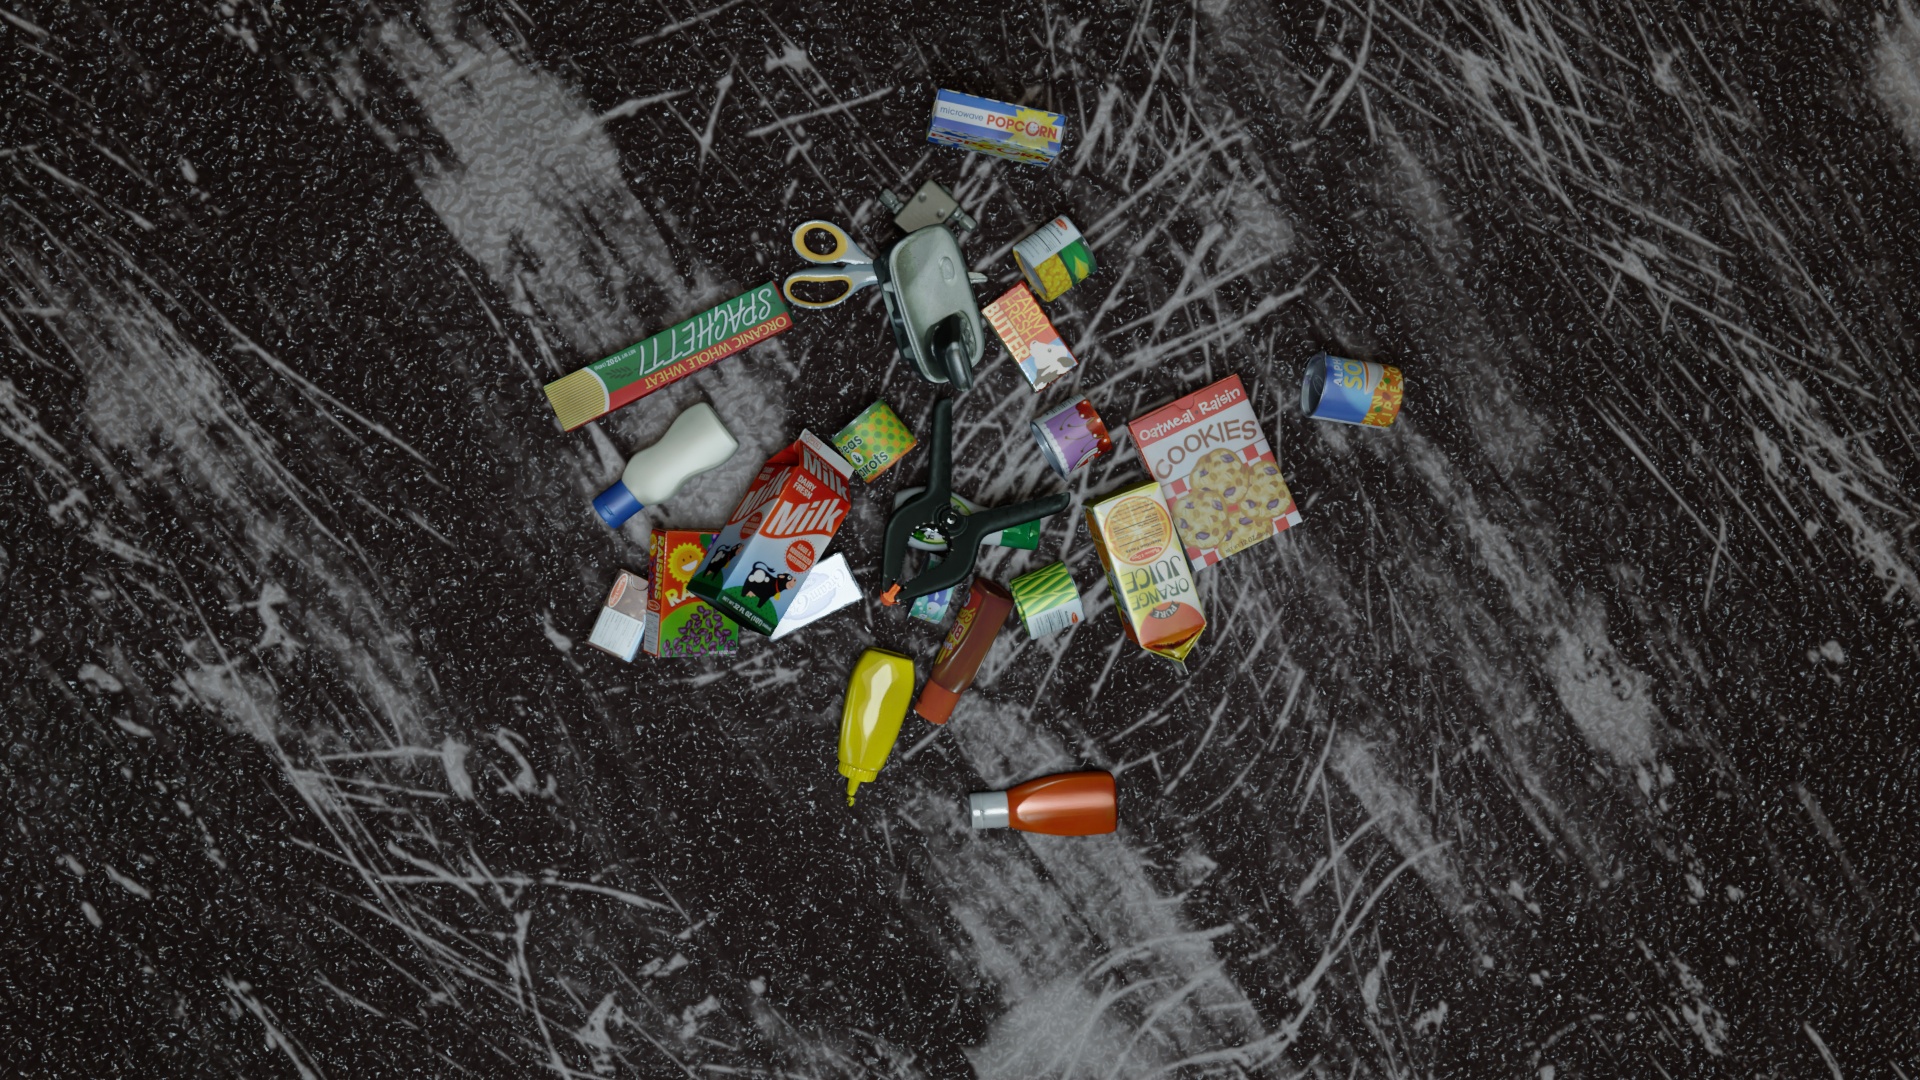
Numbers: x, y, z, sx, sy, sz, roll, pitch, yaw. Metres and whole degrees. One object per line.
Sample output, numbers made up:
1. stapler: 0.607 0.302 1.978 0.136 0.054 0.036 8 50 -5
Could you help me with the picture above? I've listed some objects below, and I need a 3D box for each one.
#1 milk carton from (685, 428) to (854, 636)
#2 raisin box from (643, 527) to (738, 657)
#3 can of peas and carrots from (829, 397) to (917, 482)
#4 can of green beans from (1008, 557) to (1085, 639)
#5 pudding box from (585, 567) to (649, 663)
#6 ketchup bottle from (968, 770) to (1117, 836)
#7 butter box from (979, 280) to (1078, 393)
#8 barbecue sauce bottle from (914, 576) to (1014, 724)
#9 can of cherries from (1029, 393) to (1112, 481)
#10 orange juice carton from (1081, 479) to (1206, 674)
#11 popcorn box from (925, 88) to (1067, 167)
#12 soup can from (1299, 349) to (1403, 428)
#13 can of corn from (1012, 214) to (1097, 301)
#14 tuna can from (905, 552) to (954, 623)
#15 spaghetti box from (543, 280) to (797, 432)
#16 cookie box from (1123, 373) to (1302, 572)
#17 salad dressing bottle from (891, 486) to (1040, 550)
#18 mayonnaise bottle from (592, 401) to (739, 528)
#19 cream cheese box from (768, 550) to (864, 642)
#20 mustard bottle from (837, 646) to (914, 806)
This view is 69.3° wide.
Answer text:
1. milk carton: -0.175 -0.011 1.339 0.072 0.073 0.191 40 74 -32
2. raisin box: -0.260 0.050 1.358 0.086 0.040 0.123 2 94 -34
3. can of peas and carrots: -0.086 -0.097 1.365 0.071 0.071 0.058 -40 97 -1
4. can of green beans: 0.086 0.059 1.394 0.058 0.071 0.071 -21 96 -3
5. pudding box: -0.329 0.074 1.373 0.050 0.030 0.083 25 91 -5
6. ketchup bottle: 0.084 0.271 1.418 0.149 0.043 0.064 -3 93 -5
7. butter box: 0.069 -0.204 1.396 0.053 0.024 0.103 -35 96 -2
8. barbecue sauce bottle: 0.002 0.113 1.393 0.043 0.065 0.148 24 100 -15
9. can of cherries: 0.112 -0.103 1.386 0.058 0.071 0.071 -31 96 -4
10. orange juice carton: 0.191 0.041 1.400 0.073 0.072 0.192 -20 95 -3
11. popcorn box: 0.033 -0.400 1.349 0.127 0.085 0.038 10 94 -6
12. soup can: 0.397 -0.153 1.408 0.084 0.071 0.071 8 93 -6
13. can of corn: 0.094 -0.277 1.374 0.058 0.071 0.071 -34 96 -1
14. tuna can: -0.028 0.050 1.382 0.033 0.071 0.071 20 92 -7
15. spaghetti box: -0.284 -0.181 1.362 0.250 0.029 0.050 -26 97 -3
16. cookie box: 0.257 -0.070 1.414 0.123 0.040 0.167 -25 96 -3
17. salad dressing bottle: 0.005 -0.017 1.392 0.148 0.044 0.064 7 85 -6
18. mayonnaise bottle: -0.292 -0.070 1.363 0.148 0.041 0.064 -37 95 -1
19. cream cheese box: -0.154 0.055 1.391 0.104 0.024 0.053 -26 96 -3
20. mustard bottle: -0.092 0.189 1.394 0.065 0.049 0.160 16 93 -6
